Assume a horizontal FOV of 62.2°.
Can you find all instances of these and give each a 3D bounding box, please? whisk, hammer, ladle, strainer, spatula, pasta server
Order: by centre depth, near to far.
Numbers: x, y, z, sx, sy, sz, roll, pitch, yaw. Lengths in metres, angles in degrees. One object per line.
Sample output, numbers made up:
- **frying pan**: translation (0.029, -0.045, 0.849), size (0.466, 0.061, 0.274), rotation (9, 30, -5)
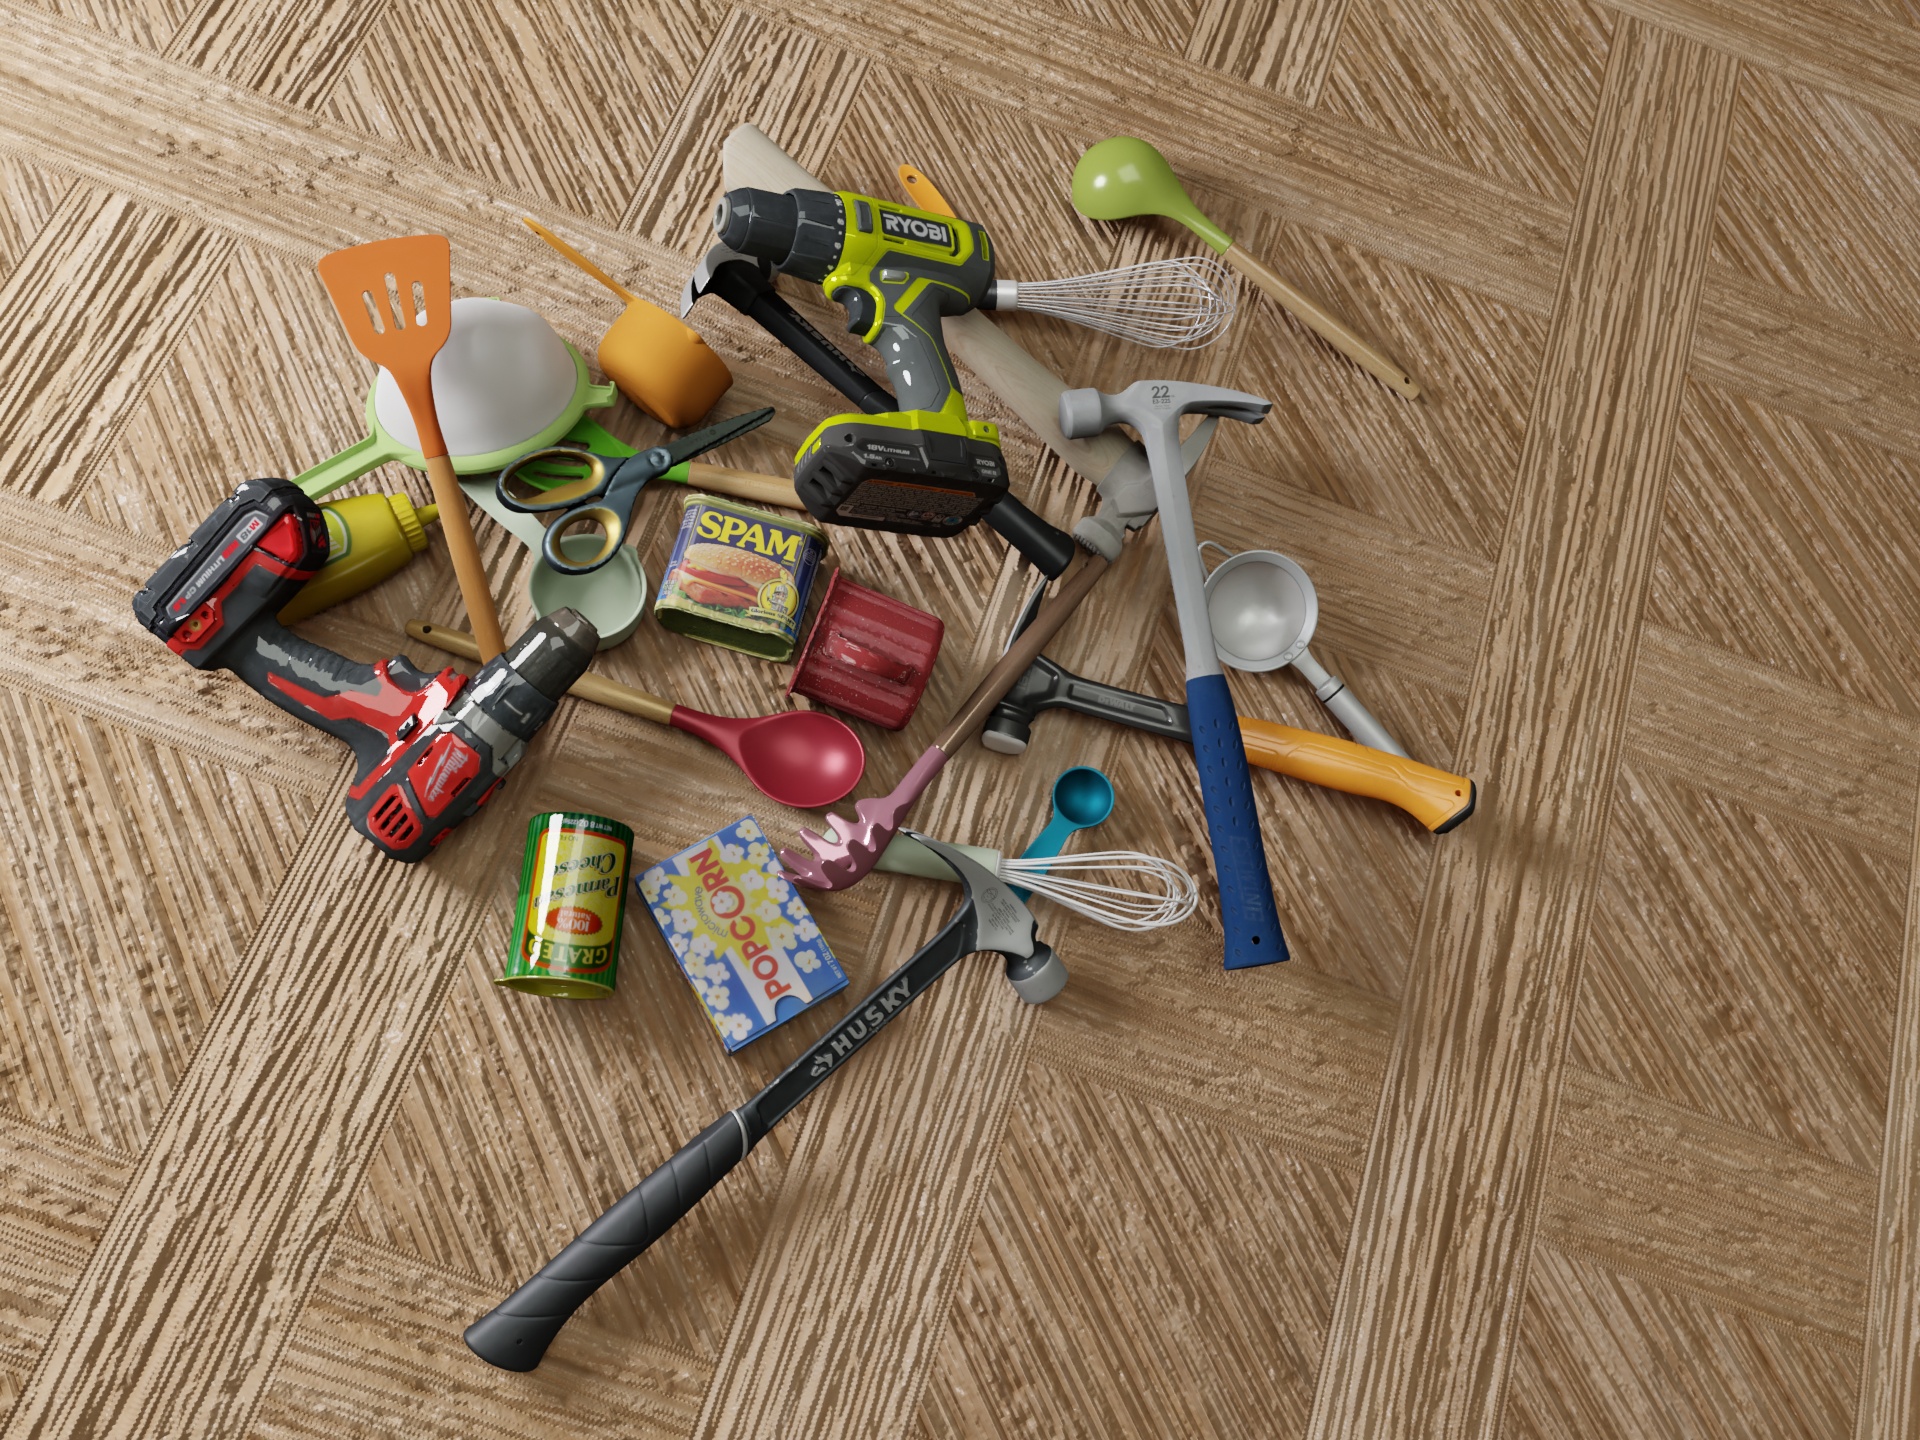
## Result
- **hammer**: translation (-0.120, 0.230, 0.948), size (0.409, 0.036, 0.149), rotation (-40, 113, -15)
- **spatula**: translation (-0.323, -0.143, 1.008), size (0.081, 0.041, 0.322), rotation (-15, 102, -11)
- **whisk**: translation (0.032, 0.097, 1.032), size (0.246, 0.057, 0.059), rotation (9, 43, 3)
- **strainer**: translation (-0.365, -0.209, 1.037), size (0.152, 0.069, 0.256), rotation (38, 60, 26)
- **pasta server**: translation (-0.002, -0.003, 1.038), size (0.316, 0.060, 0.040), rotation (-50, 119, -21)
- **ladle**: translation (-0.214, -0.011, 1.046), size (0.315, 0.031, 0.069), rotation (19, 67, -1)
- **hammer**: translation (0.168, -0.039, 1.062), size (0.144, 0.035, 0.406), rotation (-7, 77, -6)
- **hammer**: translation (0.190, 0.004, 1.093), size (0.337, 0.034, 0.127), rotation (16, 69, 1)
- **hammer**: translation (-0.053, -0.215, 1.115), size (0.335, 0.035, 0.146), rotation (41, 26, -1)
- **strainer**: translation (0.254, -0.027, 1.126), size (0.087, 0.050, 0.258), rotation (-42, 88, 2)
- **hammer**: translation (-0.001, -0.298, 1.148), size (0.410, 0.038, 0.146), rotation (41, 87, 3)
- **whisk**: translation (0.066, -0.318, 1.190), size (0.284, 0.070, 0.070), rotation (2, 70, -4)
- **ladle**: translation (0.224, -0.345, 1.241), size (0.320, 0.062, 0.078), rotation (37, 67, -3)

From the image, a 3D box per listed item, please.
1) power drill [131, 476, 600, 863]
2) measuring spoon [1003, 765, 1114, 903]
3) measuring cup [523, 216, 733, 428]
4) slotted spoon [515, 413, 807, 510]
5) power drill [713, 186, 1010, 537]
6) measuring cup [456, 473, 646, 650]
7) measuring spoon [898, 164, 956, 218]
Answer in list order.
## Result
- **power drill**: translation (-0.353, -0.048, 0.968), size (0.226, 0.080, 0.188), rotation (43, 88, -9)
- **measuring spoon**: translation (0.056, 0.087, 1.066), size (0.042, 0.021, 0.128), rotation (36, 78, 5)
- **measuring cup**: translation (-0.237, -0.266, 1.081), size (0.173, 0.095, 0.052), rotation (38, 81, -22)
- **slotted spoon**: translation (-0.164, -0.166, 1.111), size (0.313, 0.031, 0.070), rotation (10, 65, -8)
- **power drill**: translation (-0.060, -0.243, 1.034), size (0.190, 0.080, 0.229), rotation (3, 67, -29)
- **measuring cup**: translation (-0.280, -0.112, 1.066), size (0.167, 0.038, 0.083), rotation (42, 69, 9)
- **measuring spoon**: translation (-0.014, -0.384, 1.226), size (0.021, 0.011, 0.117), rotation (-30, 74, -18)
